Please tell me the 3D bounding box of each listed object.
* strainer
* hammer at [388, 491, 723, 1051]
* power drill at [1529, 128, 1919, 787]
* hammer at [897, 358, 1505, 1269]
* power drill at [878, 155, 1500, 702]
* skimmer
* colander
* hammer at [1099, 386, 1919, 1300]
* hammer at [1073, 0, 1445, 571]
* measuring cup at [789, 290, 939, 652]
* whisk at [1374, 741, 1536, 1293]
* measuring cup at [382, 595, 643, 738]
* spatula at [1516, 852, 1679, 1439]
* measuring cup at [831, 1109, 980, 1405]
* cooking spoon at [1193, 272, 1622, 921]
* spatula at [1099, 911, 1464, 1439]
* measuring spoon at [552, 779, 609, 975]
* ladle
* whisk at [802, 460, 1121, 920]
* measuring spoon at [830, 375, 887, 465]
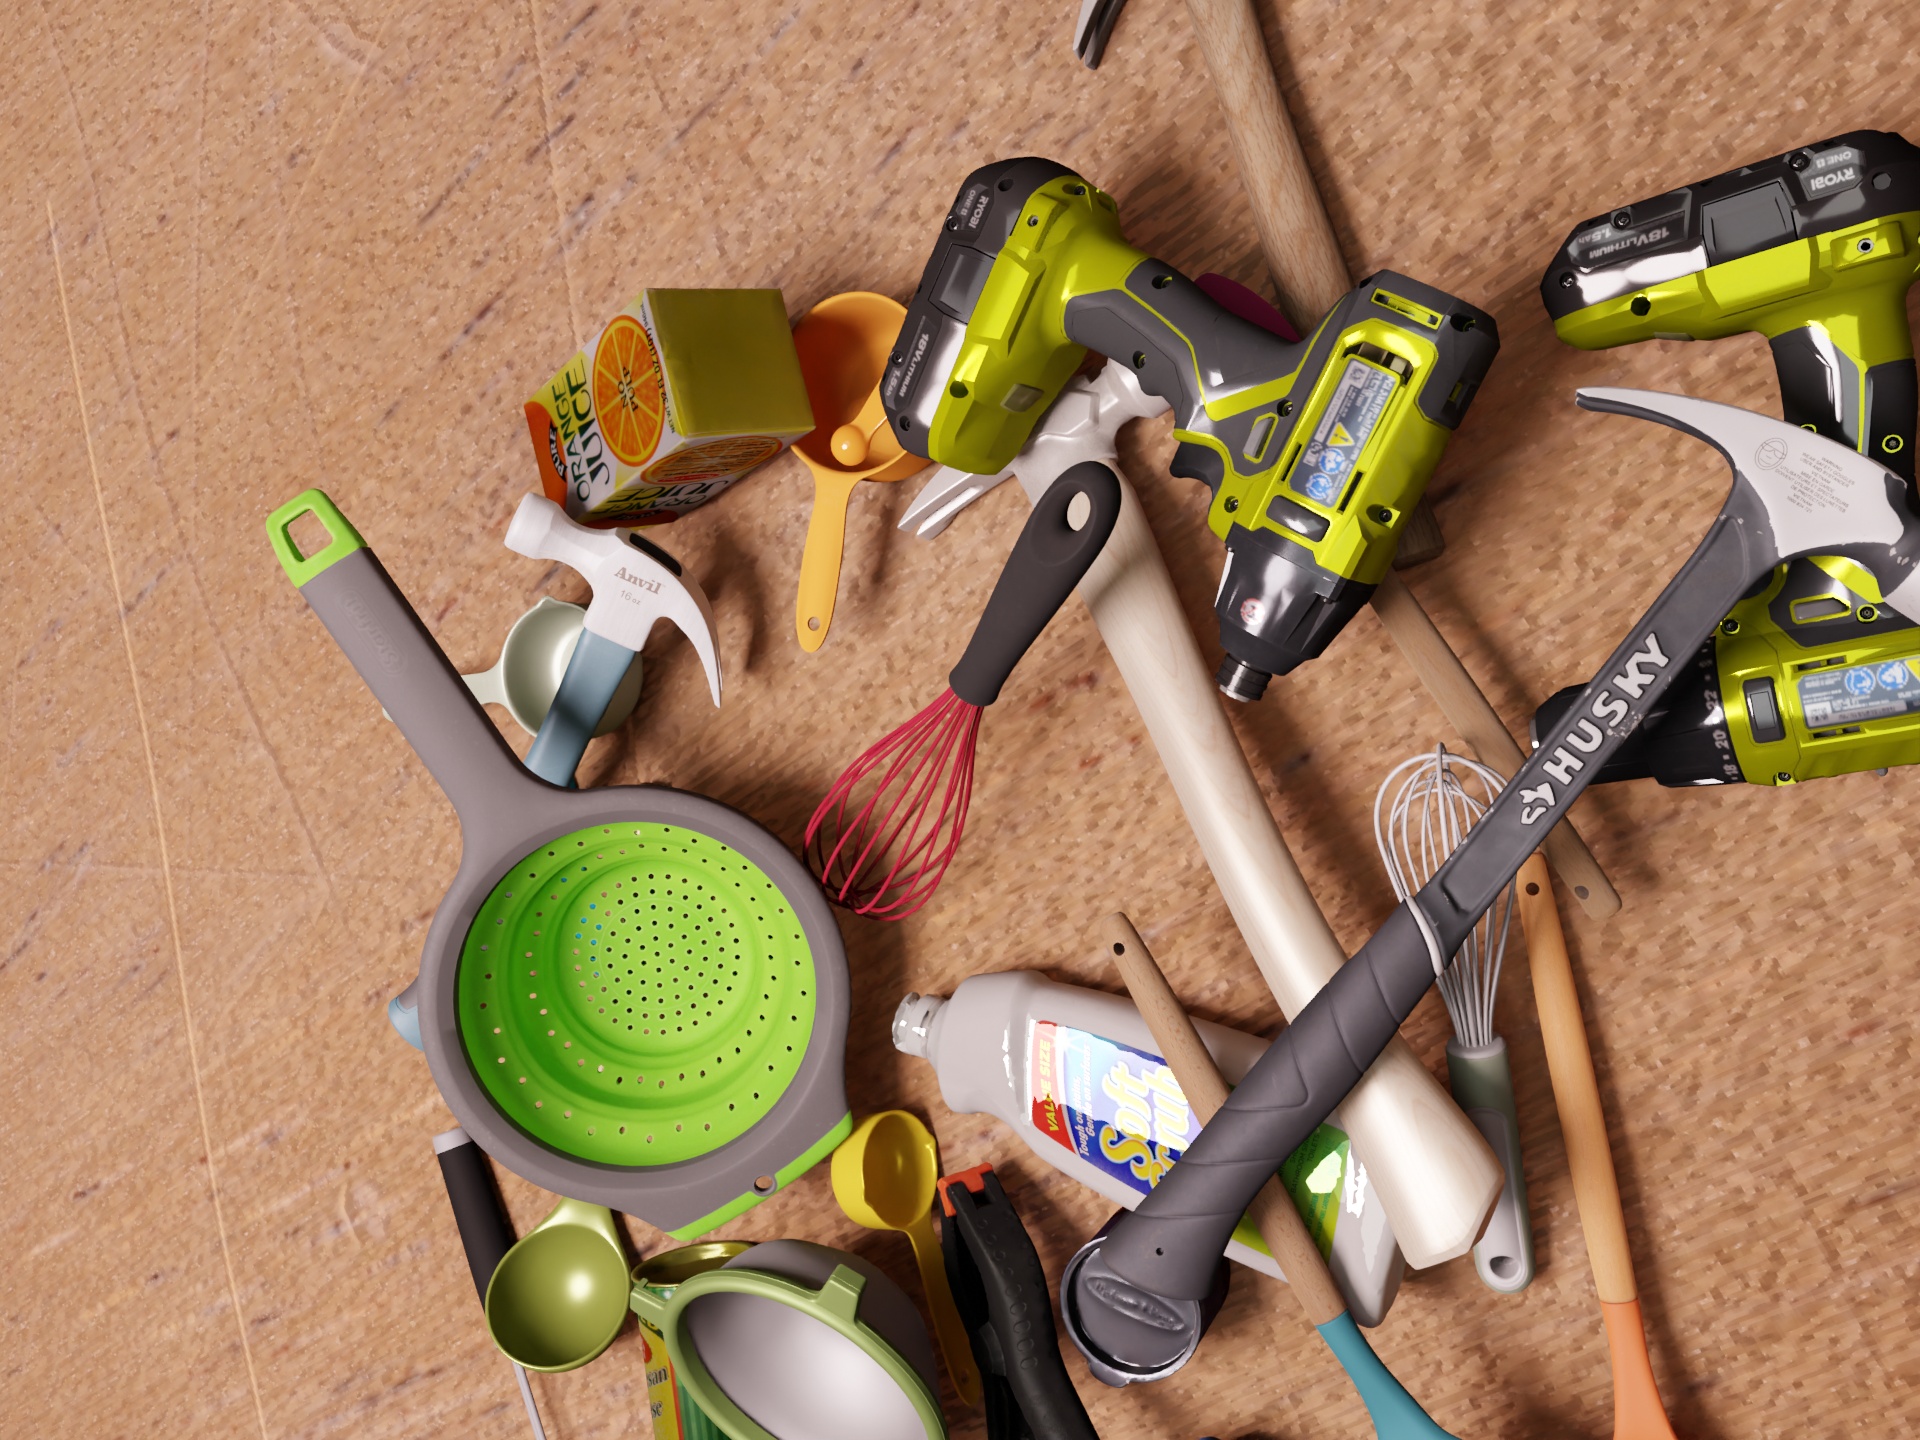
[{"bbox_3d":[-0.035,0.340,0.775,0.151,0.069,0.256,-19,112,36],"label":"strainer"},{"bbox_3d":[-0.228,0.047,0.836,0.128,0.033,0.331,24,113,-16],"label":"hammer"},{"bbox_3d":[0.302,-0.086,0.614,0.190,0.080,0.228,-12,90,32],"label":"power drill"},{"bbox_3d":[0.105,0.036,0.690,0.146,0.038,0.411,-32,69,23],"label":"hammer"},{"bbox_3d":[0.082,-0.125,0.657,0.223,0.080,0.171,33,107,27],"label":"power drill"},{"bbox_3d":[-0.258,0.411,0.874,0.127,0.090,0.363,-31,75,54],"label":"skimmer"},{"bbox_3d":[-0.201,0.061,0.786,0.204,0.094,0.397,-33,97,0],"label":"colander"},{"bbox_3d":[0.183,0.062,0.597,0.149,0.036,0.409,40,104,17],"label":"hammer"},{"bbox_3d":[0.143,-0.224,0.702,0.130,0.031,0.331,-19,85,23],"label":"hammer"},{"bbox_3d":[-0.049,-0.119,0.781,0.095,0.052,0.173,15,100,22],"label":"measuring cup"},{"bbox_3d":[0.214,0.128,0.661,0.058,0.059,0.246,-7,103,21],"label":"whisk"},{"bbox_3d":[-0.247,-0.019,0.881,0.167,0.038,0.083,-10,88,26],"label":"measuring cup"},{"bbox_3d":[0.272,0.216,0.670,0.081,0.041,0.323,-12,83,24],"label":"spatula"},{"bbox_3d":[-0.025,0.270,0.793,0.029,0.062,0.156,-13,98,36],"label":"measuring cup"},{"bbox_3d":[0.179,-0.055,0.670,0.319,0.017,0.068,58,142,11],"label":"cooking spoon"},{"bbox_3d":[0.135,0.221,0.644,0.082,0.044,0.318,-36,75,29],"label":"spatula"},{"bbox_3d":[-0.222,0.082,0.881,0.042,0.021,0.129,-23,83,23],"label":"measuring spoon"},{"bbox_3d":[-0.195,0.192,0.857,0.078,0.062,0.320,10,94,6],"label":"ladle"},{"bbox_3d":[-0.001,-0.002,0.707,0.073,0.073,0.295,45,134,15],"label":"whisk"},{"bbox_3d":[-0.023,-0.165,0.731,0.021,0.011,0.117,45,108,16],"label":"measuring spoon"}]
